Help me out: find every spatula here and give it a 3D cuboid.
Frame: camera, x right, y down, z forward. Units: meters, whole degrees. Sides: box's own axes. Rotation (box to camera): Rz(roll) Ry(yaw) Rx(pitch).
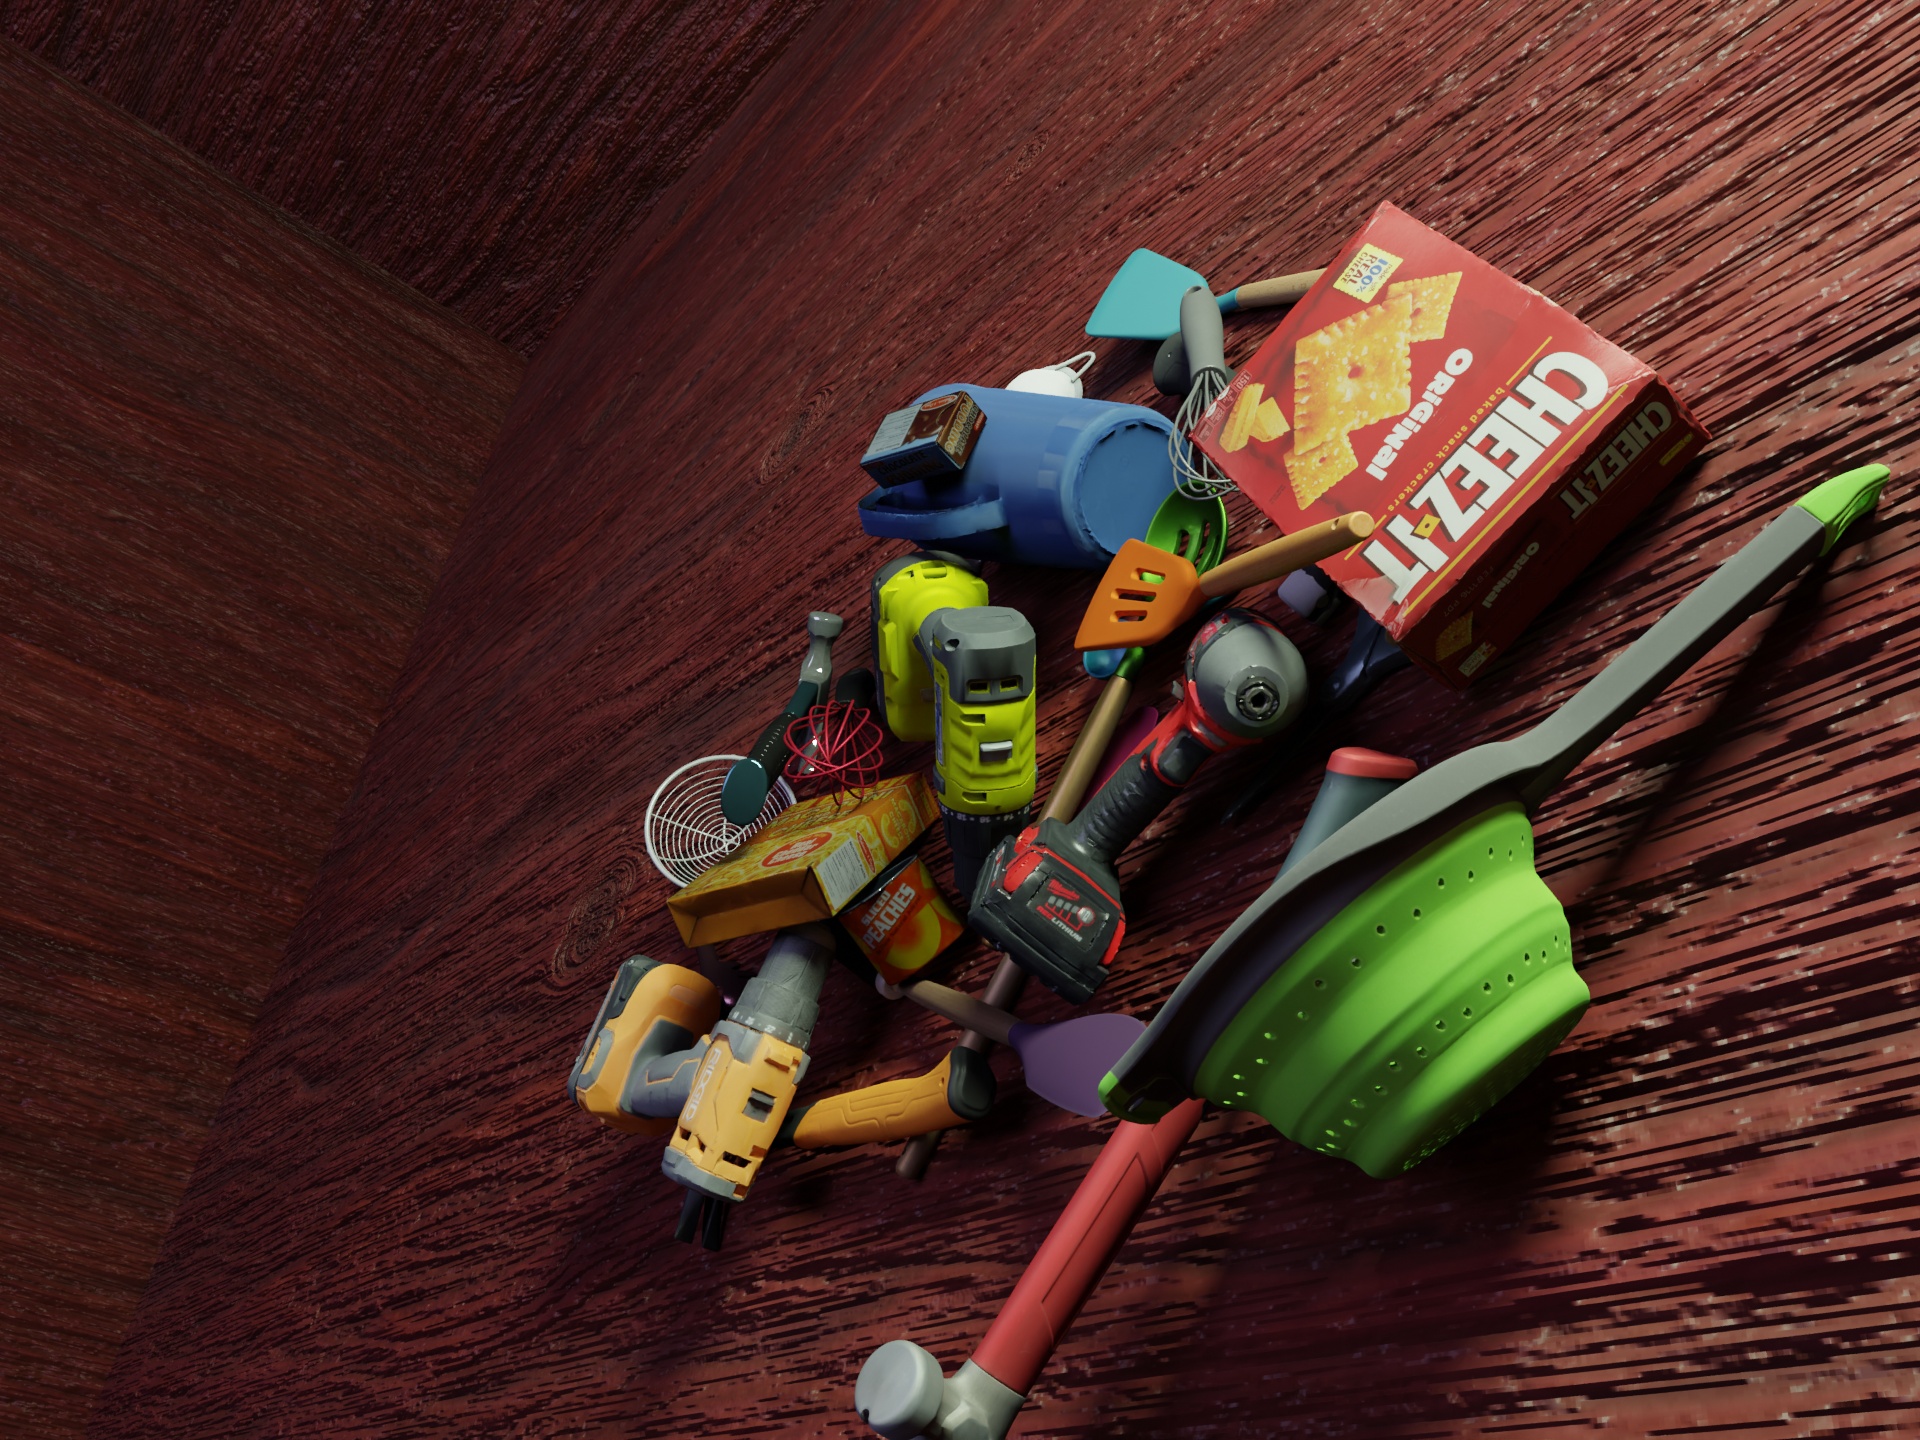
[{"bbox_3d":[0.135,-0.080,0.847,0.081,0.041,0.322,-63,9,-8],"label":"spatula"},{"bbox_3d":[0.025,0.170,0.891,0.060,0.018,0.316,-43,14,-17],"label":"spatula"},{"bbox_3d":[0.202,-0.297,1.082,0.082,0.044,0.318,-58,28,-9],"label":"spatula"}]

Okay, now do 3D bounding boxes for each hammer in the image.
[{"bbox_3d":[0.110,0.179,0.741,0.386,0.143,0.038,-54,34,-14],"label":"hammer"},{"bbox_3d":[-0.084,0.260,1.003,0.337,0.034,0.127,-29,39,51],"label":"hammer"},{"bbox_3d":[-0.135,0.009,1.214,0.331,0.033,0.128,-76,-3,-75],"label":"hammer"},{"bbox_3d":[0.196,-0.188,0.997,0.146,0.035,0.335,-53,28,15],"label":"hammer"}]

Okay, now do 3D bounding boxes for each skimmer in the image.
[{"bbox_3d":[-0.137,0.114,1.199,0.127,0.090,0.363,-33,25,-17],"label":"skimmer"}]

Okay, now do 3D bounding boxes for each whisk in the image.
[{"bbox_3d":[-0.086,0.001,1.193,0.073,0.073,0.296,-54,8,12],"label":"whisk"},{"bbox_3d":[0.155,-0.213,1.007,0.055,0.055,0.239,-40,28,33],"label":"whisk"}]

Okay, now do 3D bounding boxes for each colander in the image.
[{"bbox_3d":[0.237,0.058,0.625,0.397,0.204,0.095,-41,64,2],"label":"colander"}]

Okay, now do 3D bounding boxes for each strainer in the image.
[{"bbox_3d":[0.020,-0.199,1.299,0.258,0.050,0.087,-56,42,15],"label":"strainer"}]

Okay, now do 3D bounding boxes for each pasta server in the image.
[{"bbox_3d":[-0.210,0.182,1.327,0.060,0.040,0.316,-56,24,7],"label":"pasta server"}]

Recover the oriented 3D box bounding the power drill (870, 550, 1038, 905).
[{"bbox_3d":[-0.002,-0.003,1.051,0.229,0.080,0.190,-119,25,-64],"label":"power drill"}]

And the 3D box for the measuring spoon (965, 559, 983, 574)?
[{"bbox_3d":[0.023,-0.152,1.267,0.124,0.018,0.034,-56,27,6],"label":"measuring spoon"}]

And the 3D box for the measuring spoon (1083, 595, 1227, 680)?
[{"bbox_3d":[0.134,-0.061,1.004,0.128,0.021,0.042,-30,46,30],"label":"measuring spoon"}]

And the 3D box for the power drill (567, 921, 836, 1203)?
[{"bbox_3d":[-0.174,0.216,1.094,0.226,0.084,0.185,-1,62,57],"label":"power drill"}]

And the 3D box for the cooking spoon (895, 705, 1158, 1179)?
[{"bbox_3d":[0.041,0.132,0.961,0.319,0.017,0.069,-62,15,-4],"label":"cooking spoon"}]

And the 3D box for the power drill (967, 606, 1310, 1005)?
[{"bbox_3d":[0.102,0.038,0.851,0.219,0.078,0.143,-51,3,12],"label":"power drill"}]

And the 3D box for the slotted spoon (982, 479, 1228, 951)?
[{"bbox_3d":[0.087,-0.002,0.974,0.070,0.031,0.314,20,82,53],"label":"slotted spoon"}]
